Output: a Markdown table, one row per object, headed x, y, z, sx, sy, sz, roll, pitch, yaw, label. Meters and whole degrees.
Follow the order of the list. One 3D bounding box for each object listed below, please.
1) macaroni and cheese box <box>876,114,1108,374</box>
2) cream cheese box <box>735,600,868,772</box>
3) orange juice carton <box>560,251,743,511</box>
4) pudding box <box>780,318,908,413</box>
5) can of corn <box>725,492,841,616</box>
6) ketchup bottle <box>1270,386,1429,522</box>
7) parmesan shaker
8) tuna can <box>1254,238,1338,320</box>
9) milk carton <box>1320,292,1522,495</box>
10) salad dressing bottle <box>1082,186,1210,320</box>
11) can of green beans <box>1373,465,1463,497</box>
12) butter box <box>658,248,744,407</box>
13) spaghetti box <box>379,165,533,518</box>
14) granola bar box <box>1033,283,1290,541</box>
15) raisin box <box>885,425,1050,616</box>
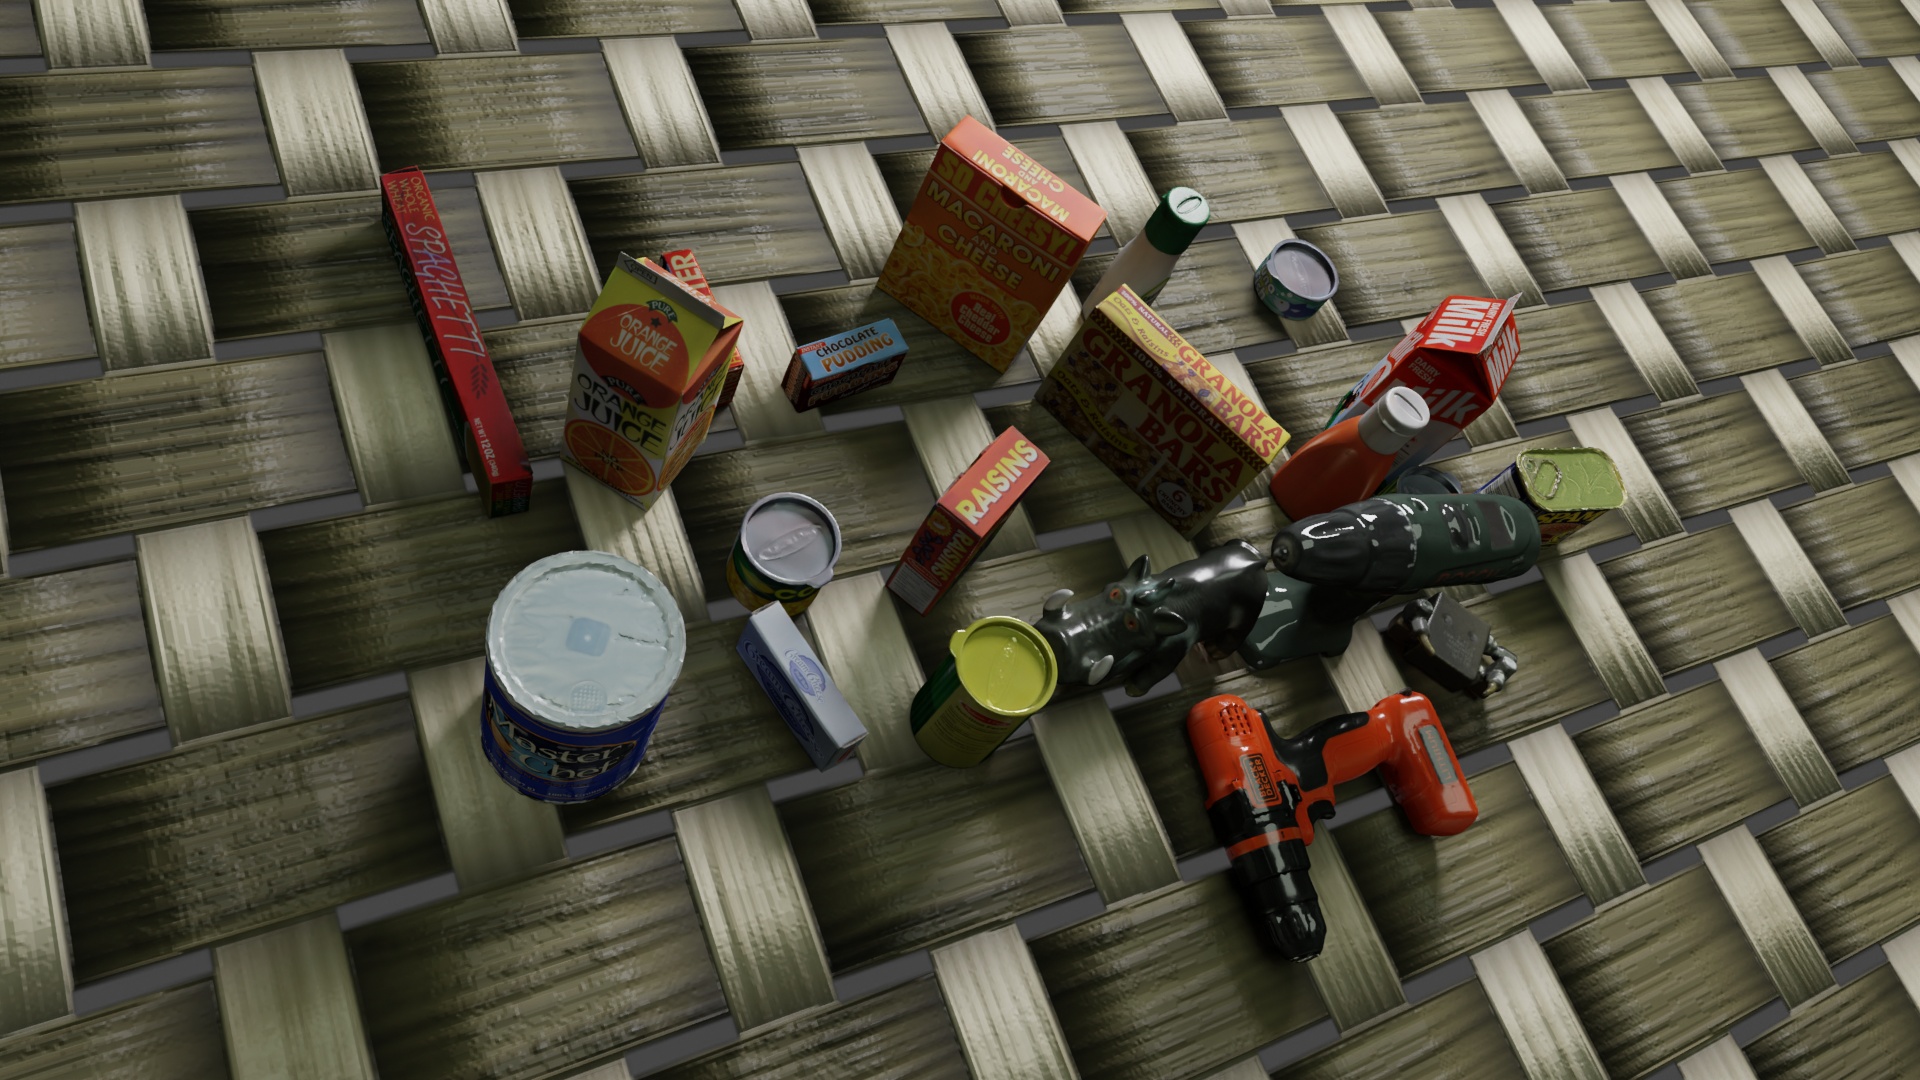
| x | y | z | sx | sy | sz | roll | pitch | yaw | label |
| --- | --- | --- | --- | --- | --- | --- | --- | --- | --- |
| 0.019 | -0.212 | 1.020 | 0.124 | 0.165 | 0.040 | 35 | 57 | 0 | macaroni and cheese box |
| -0.102 | 0.093 | 0.878 | 0.024 | 0.053 | 0.104 | -29 | 76 | -30 | cream cheese box |
| -0.193 | -0.104 | 0.867 | 0.072 | 0.191 | 0.073 | 32 | 57 | -2 | orange juice carton |
| -0.084 | -0.127 | 1.006 | 0.084 | 0.049 | 0.030 | -23 | 73 | -29 | pudding box |
| -0.116 | 0.013 | 0.913 | 0.071 | 0.058 | 0.071 | 9 | 61 | -16 | can of corn |
| 0.297 | -0.062 | 1.056 | 0.065 | 0.148 | 0.044 | 47 | 58 | 7 | ketchup bottle |
| 0.010 | 0.097 | 0.889 | 0.071 | 0.102 | 0.071 | 9 | 61 | -16 | parmesan shaker |
| 0.290 | -0.227 | 1.210 | 0.071 | 0.032 | 0.071 | 9 | 61 | -16 | tuna can |
| 0.367 | -0.120 | 1.088 | 0.073 | 0.189 | 0.073 | 38 | 57 | 2 | milk carton |
| 0.144 | -0.214 | 1.080 | 0.064 | 0.147 | 0.044 | -35 | 80 | -32 | salad dressing bottle |
| 0.361 | -0.017 | 1.110 | 0.071 | 0.057 | 0.071 | 9 | 61 | -16 | can of green beans |
| -0.185 | -0.148 | 0.976 | 0.024 | 0.053 | 0.104 | -17 | 71 | -27 | butter box |
| -0.334 | -0.133 | 0.914 | 0.029 | 0.050 | 0.250 | -16 | 70 | -27 | spaghetti box |
| 0.146 | -0.093 | 1.030 | 0.165 | 0.123 | 0.039 | 44 | 57 | 5 | granola bar box |
| 0.003 | -0.012 | 0.933 | 0.040 | 0.122 | 0.086 | 41 | 57 | 3 | raisin box |
